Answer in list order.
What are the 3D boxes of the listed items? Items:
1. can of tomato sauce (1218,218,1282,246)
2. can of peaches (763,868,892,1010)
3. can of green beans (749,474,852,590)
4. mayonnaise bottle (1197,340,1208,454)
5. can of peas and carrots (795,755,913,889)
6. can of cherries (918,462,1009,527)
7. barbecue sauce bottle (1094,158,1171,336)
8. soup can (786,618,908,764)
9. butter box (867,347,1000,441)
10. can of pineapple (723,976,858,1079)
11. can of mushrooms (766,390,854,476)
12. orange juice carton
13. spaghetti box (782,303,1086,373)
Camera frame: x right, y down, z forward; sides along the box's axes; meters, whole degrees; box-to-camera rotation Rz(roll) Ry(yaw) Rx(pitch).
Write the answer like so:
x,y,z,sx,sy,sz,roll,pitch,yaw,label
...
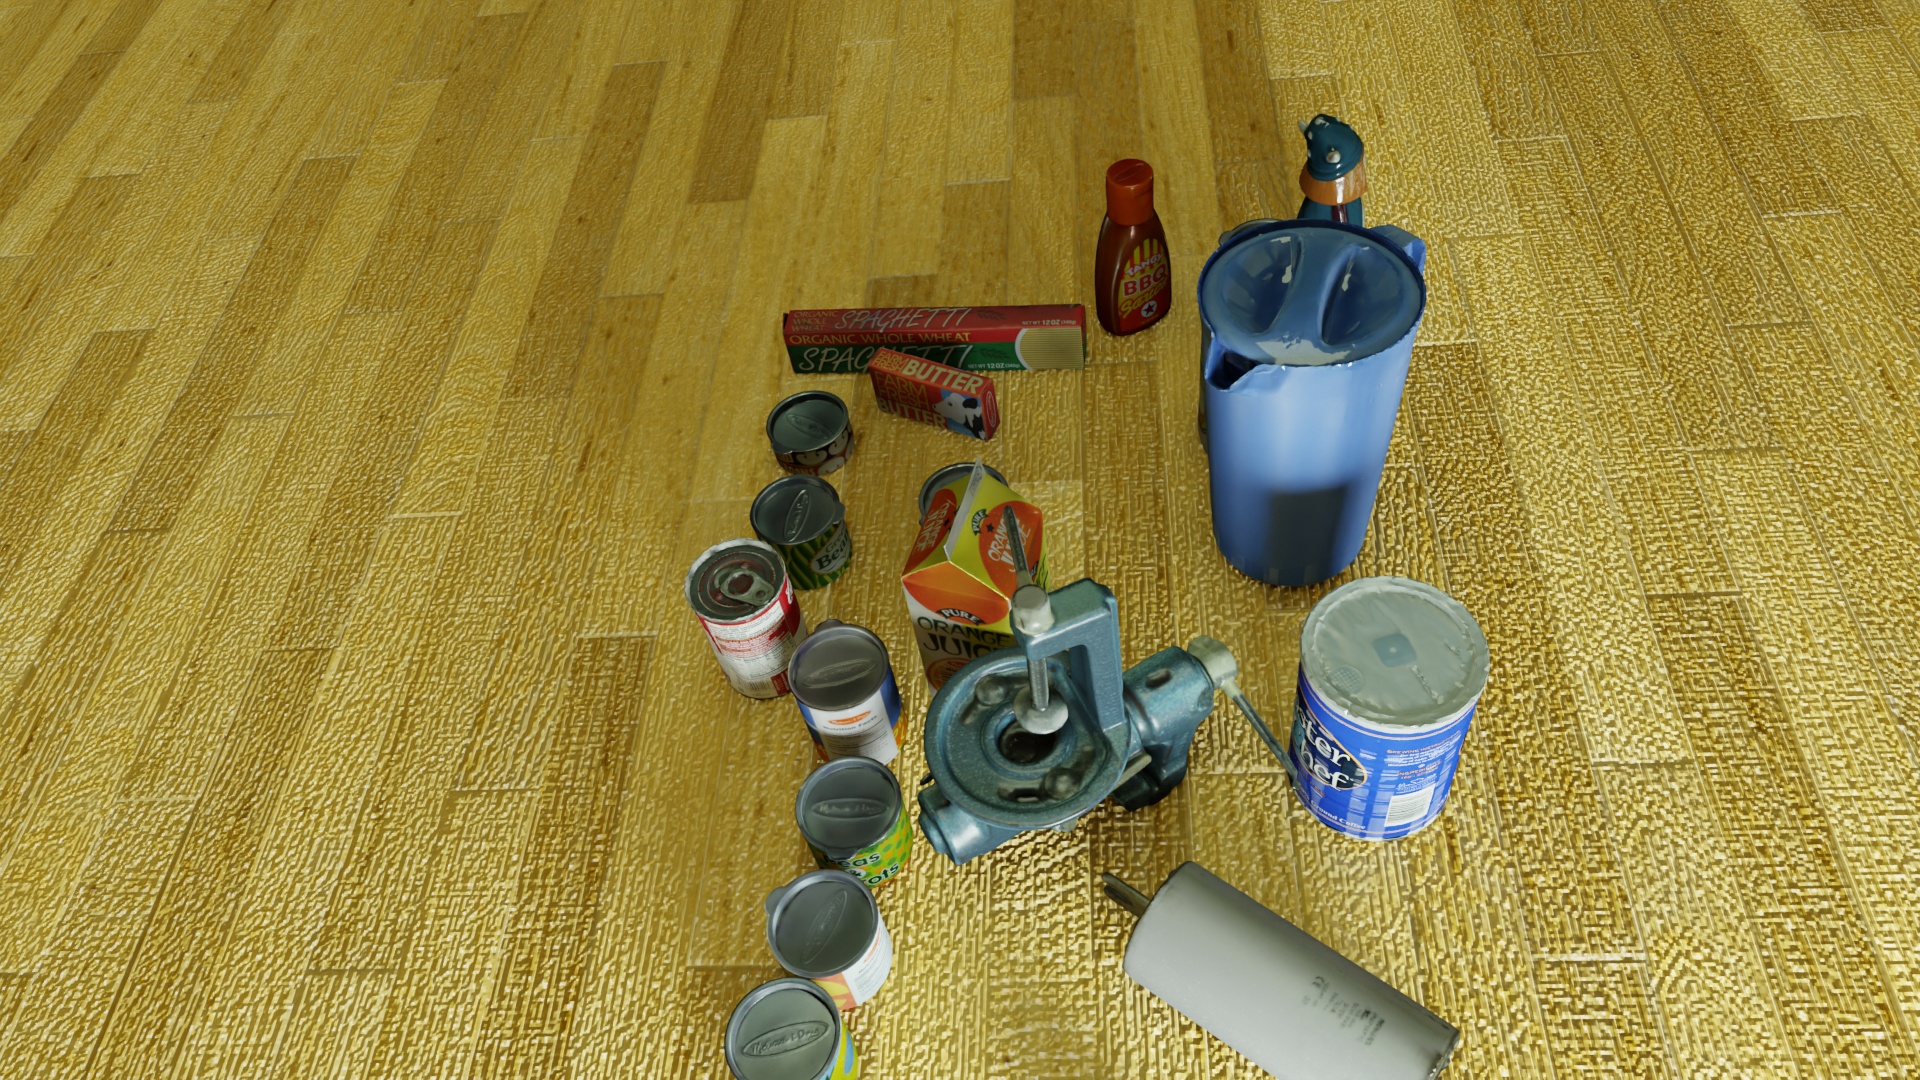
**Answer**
x,y,z,sx,sy,sz,roll,pitch,yaw,label
0.241,-0.204,1.111,0.071,0.082,0.071,-4,52,6,can of tomato sauce
-0.079,0.237,0.827,0.071,0.057,0.071,-4,51,6,can of peaches
-0.116,-0.006,1.025,0.071,0.057,0.071,-4,51,6,can of green beans
0.195,-0.126,1.014,0.041,0.147,0.065,-8,51,3,mayonnaise bottle
-0.065,0.180,0.870,0.071,0.058,0.071,-4,51,6,can of peas and carrots
0.004,-0.013,1.012,0.071,0.058,0.072,-4,51,6,can of cherries
0.137,-0.234,1.109,0.065,0.147,0.044,-29,53,-14,barbecue sauce bottle
-0.073,0.103,0.916,0.071,0.083,0.072,-4,52,6,soup can
-0.021,-0.116,1.101,0.103,0.053,0.024,19,57,22,butter box
-0.095,0.291,0.786,0.071,0.057,0.071,-4,51,6,can of pineapple
-0.120,-0.083,1.103,0.071,0.033,0.071,-4,51,6,can of mushrooms
0.013,0.035,0.887,0.073,0.191,0.072,11,55,17,orange juice carton
-0.022,-0.165,1.142,0.250,0.050,0.029,0,52,9,spaghetti box
